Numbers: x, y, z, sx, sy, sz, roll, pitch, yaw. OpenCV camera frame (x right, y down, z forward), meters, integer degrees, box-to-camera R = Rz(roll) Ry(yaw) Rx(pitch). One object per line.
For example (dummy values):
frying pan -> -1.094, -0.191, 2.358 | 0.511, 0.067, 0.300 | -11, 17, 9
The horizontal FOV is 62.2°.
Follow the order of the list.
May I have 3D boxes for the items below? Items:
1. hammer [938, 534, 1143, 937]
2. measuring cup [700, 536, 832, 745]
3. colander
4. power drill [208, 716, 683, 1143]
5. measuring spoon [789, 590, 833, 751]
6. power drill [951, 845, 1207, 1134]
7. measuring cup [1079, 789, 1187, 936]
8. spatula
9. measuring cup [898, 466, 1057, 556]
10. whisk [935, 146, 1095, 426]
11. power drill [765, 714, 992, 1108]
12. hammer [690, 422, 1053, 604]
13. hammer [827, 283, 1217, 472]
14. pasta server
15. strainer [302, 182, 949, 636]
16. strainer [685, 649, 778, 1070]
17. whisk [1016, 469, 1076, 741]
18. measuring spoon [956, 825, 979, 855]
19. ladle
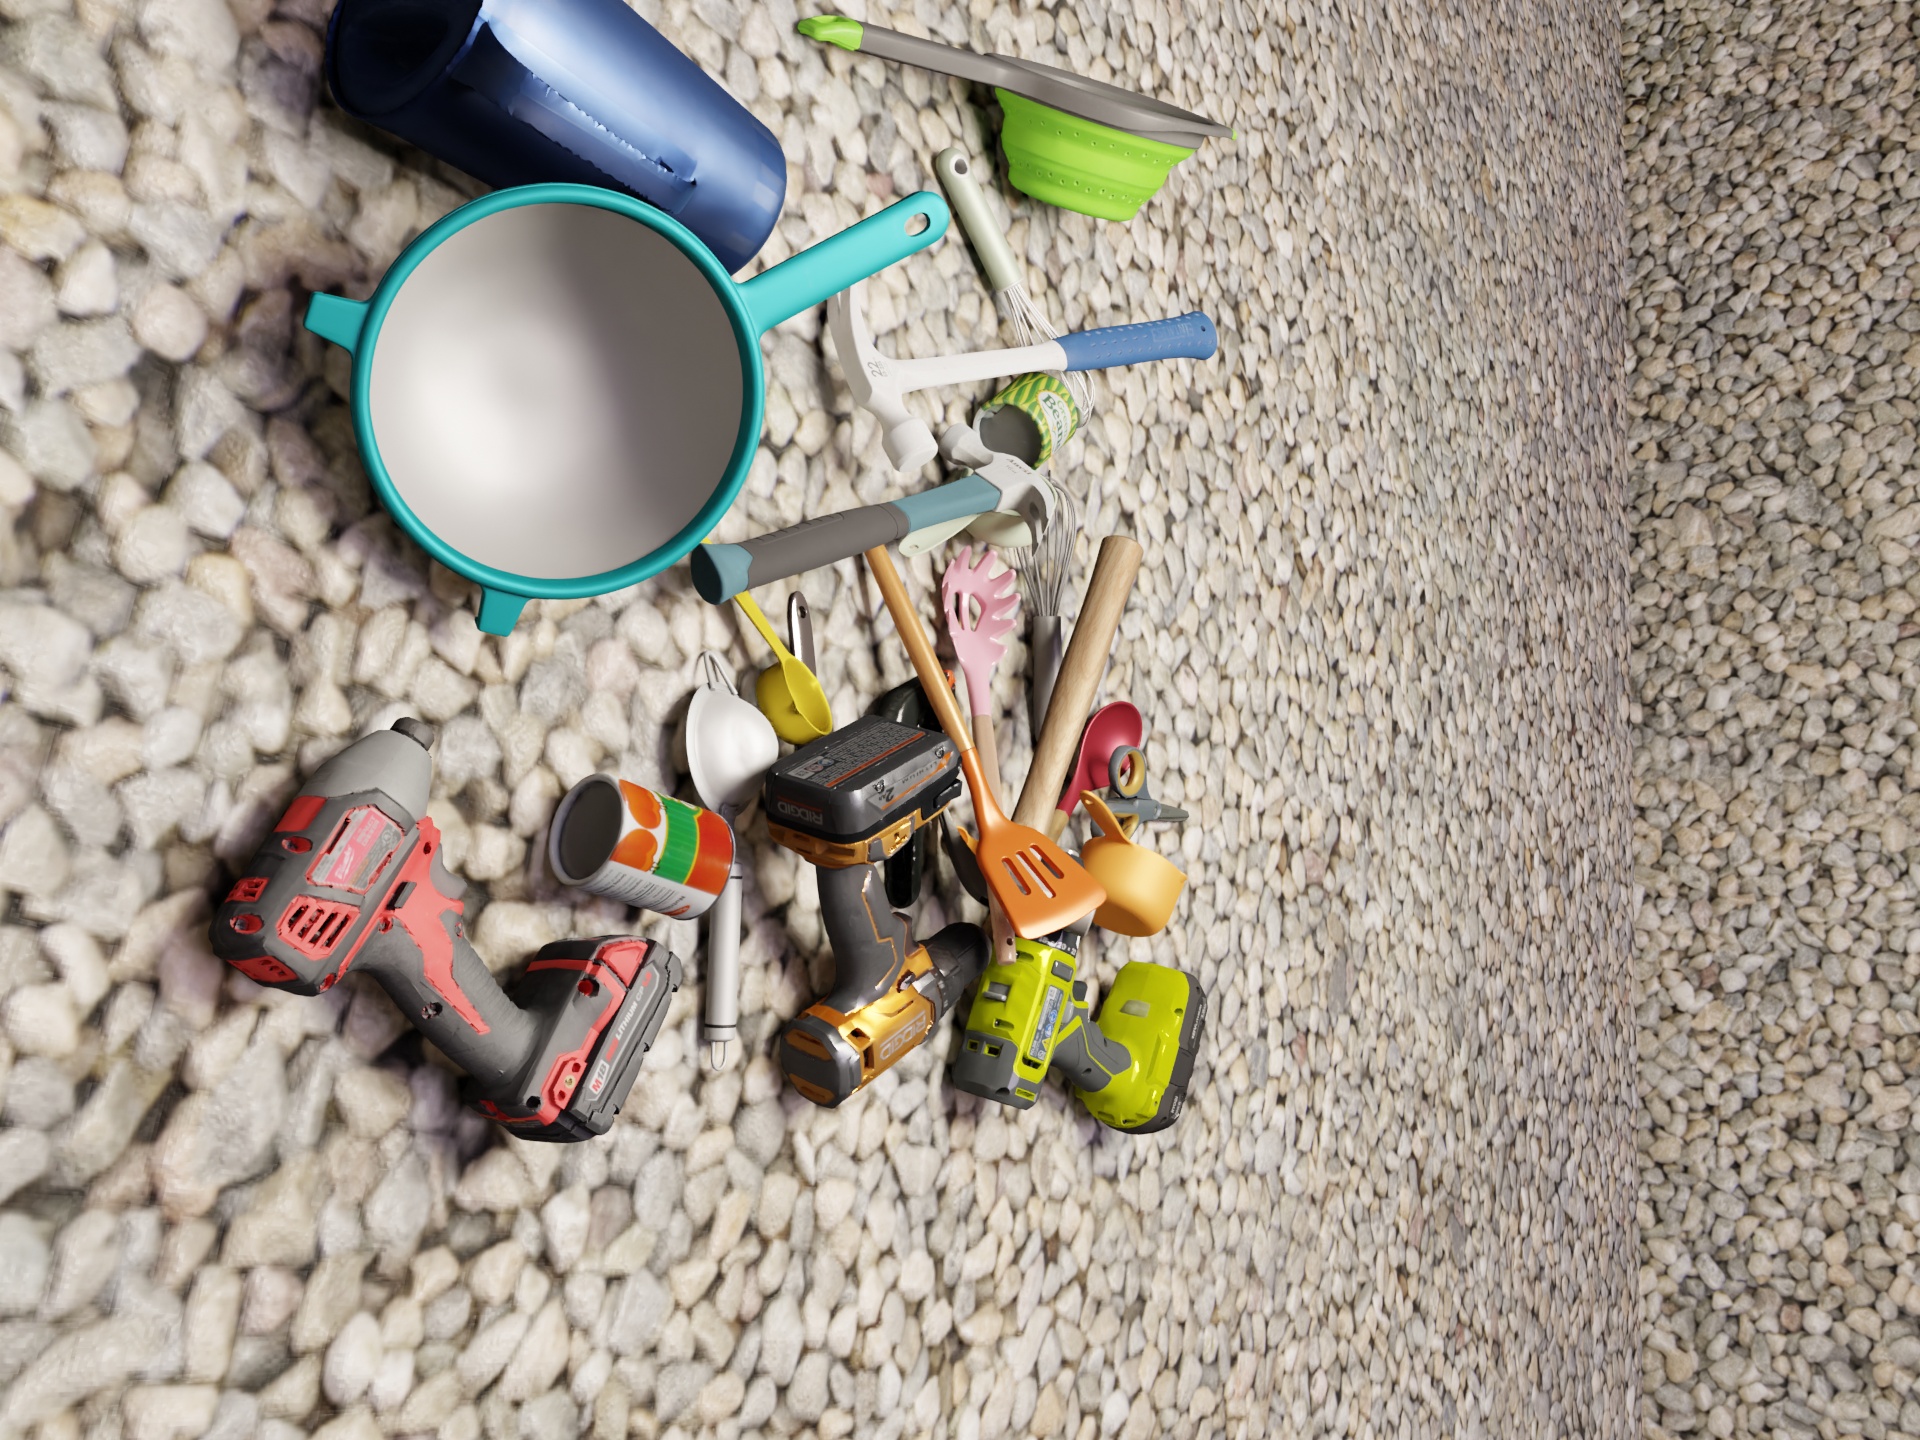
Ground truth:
hammer -> 0.078, -0.005, 1.204 | 0.031, 0.130, 0.331 | 102, 7, -63
measuring cup -> -0.135, -0.051, 1.016 | 0.156, 0.029, 0.062 | 57, 16, -12
colander -> 0.039, -0.465, 1.250 | 0.397, 0.205, 0.094 | -3, 122, -38
power drill -> -0.250, 0.107, 0.800 | 0.219, 0.078, 0.143 | 48, 49, -34
measuring spoon -> -0.098, -0.026, 1.065 | 0.034, 0.018, 0.124 | -7, 90, -53
power drill -> 0.097, 0.216, 1.224 | 0.228, 0.080, 0.191 | 33, 69, -45
measuring cup -> 0.116, 0.116, 1.255 | 0.052, 0.095, 0.173 | -66, 147, -23
spatula -> -0.002, -0.004, 1.099 | 0.081, 0.041, 0.323 | -21, 84, -33
measuring cup -> 0.006, -0.144, 1.186 | 0.167, 0.083, 0.038 | -36, 152, -42
whisk -> 0.043, -0.344, 1.280 | 0.058, 0.059, 0.246 | -38, 112, -24
power drill -> -0.043, 0.114, 1.032 | 0.185, 0.084, 0.226 | -29, 125, -47
hammer -> -0.054, -0.134, 1.072 | 0.331, 0.128, 0.033 | -25, 146, -47
hammer -> 0.065, -0.285, 1.222 | 0.405, 0.035, 0.144 | -20, 79, -44
pasta server -> 0.021, 0.020, 1.146 | 0.060, 0.040, 0.316 | 8, 62, -26
strainer -> -0.165, -0.209, 0.858 | 0.340, 0.095, 0.210 | -32, 123, -16
strainer -> -0.140, 0.084, 0.978 | 0.086, 0.050, 0.258 | 14, 76, -66
whisk -> 0.071, -0.081, 1.276 | 0.055, 0.055, 0.239 | -3, 92, -53
measuring spoon -> 0.031, 0.110, 1.204 | 0.116, 0.011, 0.021 | 31, 62, -33
ladle -> 0.071, 0.094, 1.265 | 0.315, 0.031, 0.069 | -55, 132, -39
